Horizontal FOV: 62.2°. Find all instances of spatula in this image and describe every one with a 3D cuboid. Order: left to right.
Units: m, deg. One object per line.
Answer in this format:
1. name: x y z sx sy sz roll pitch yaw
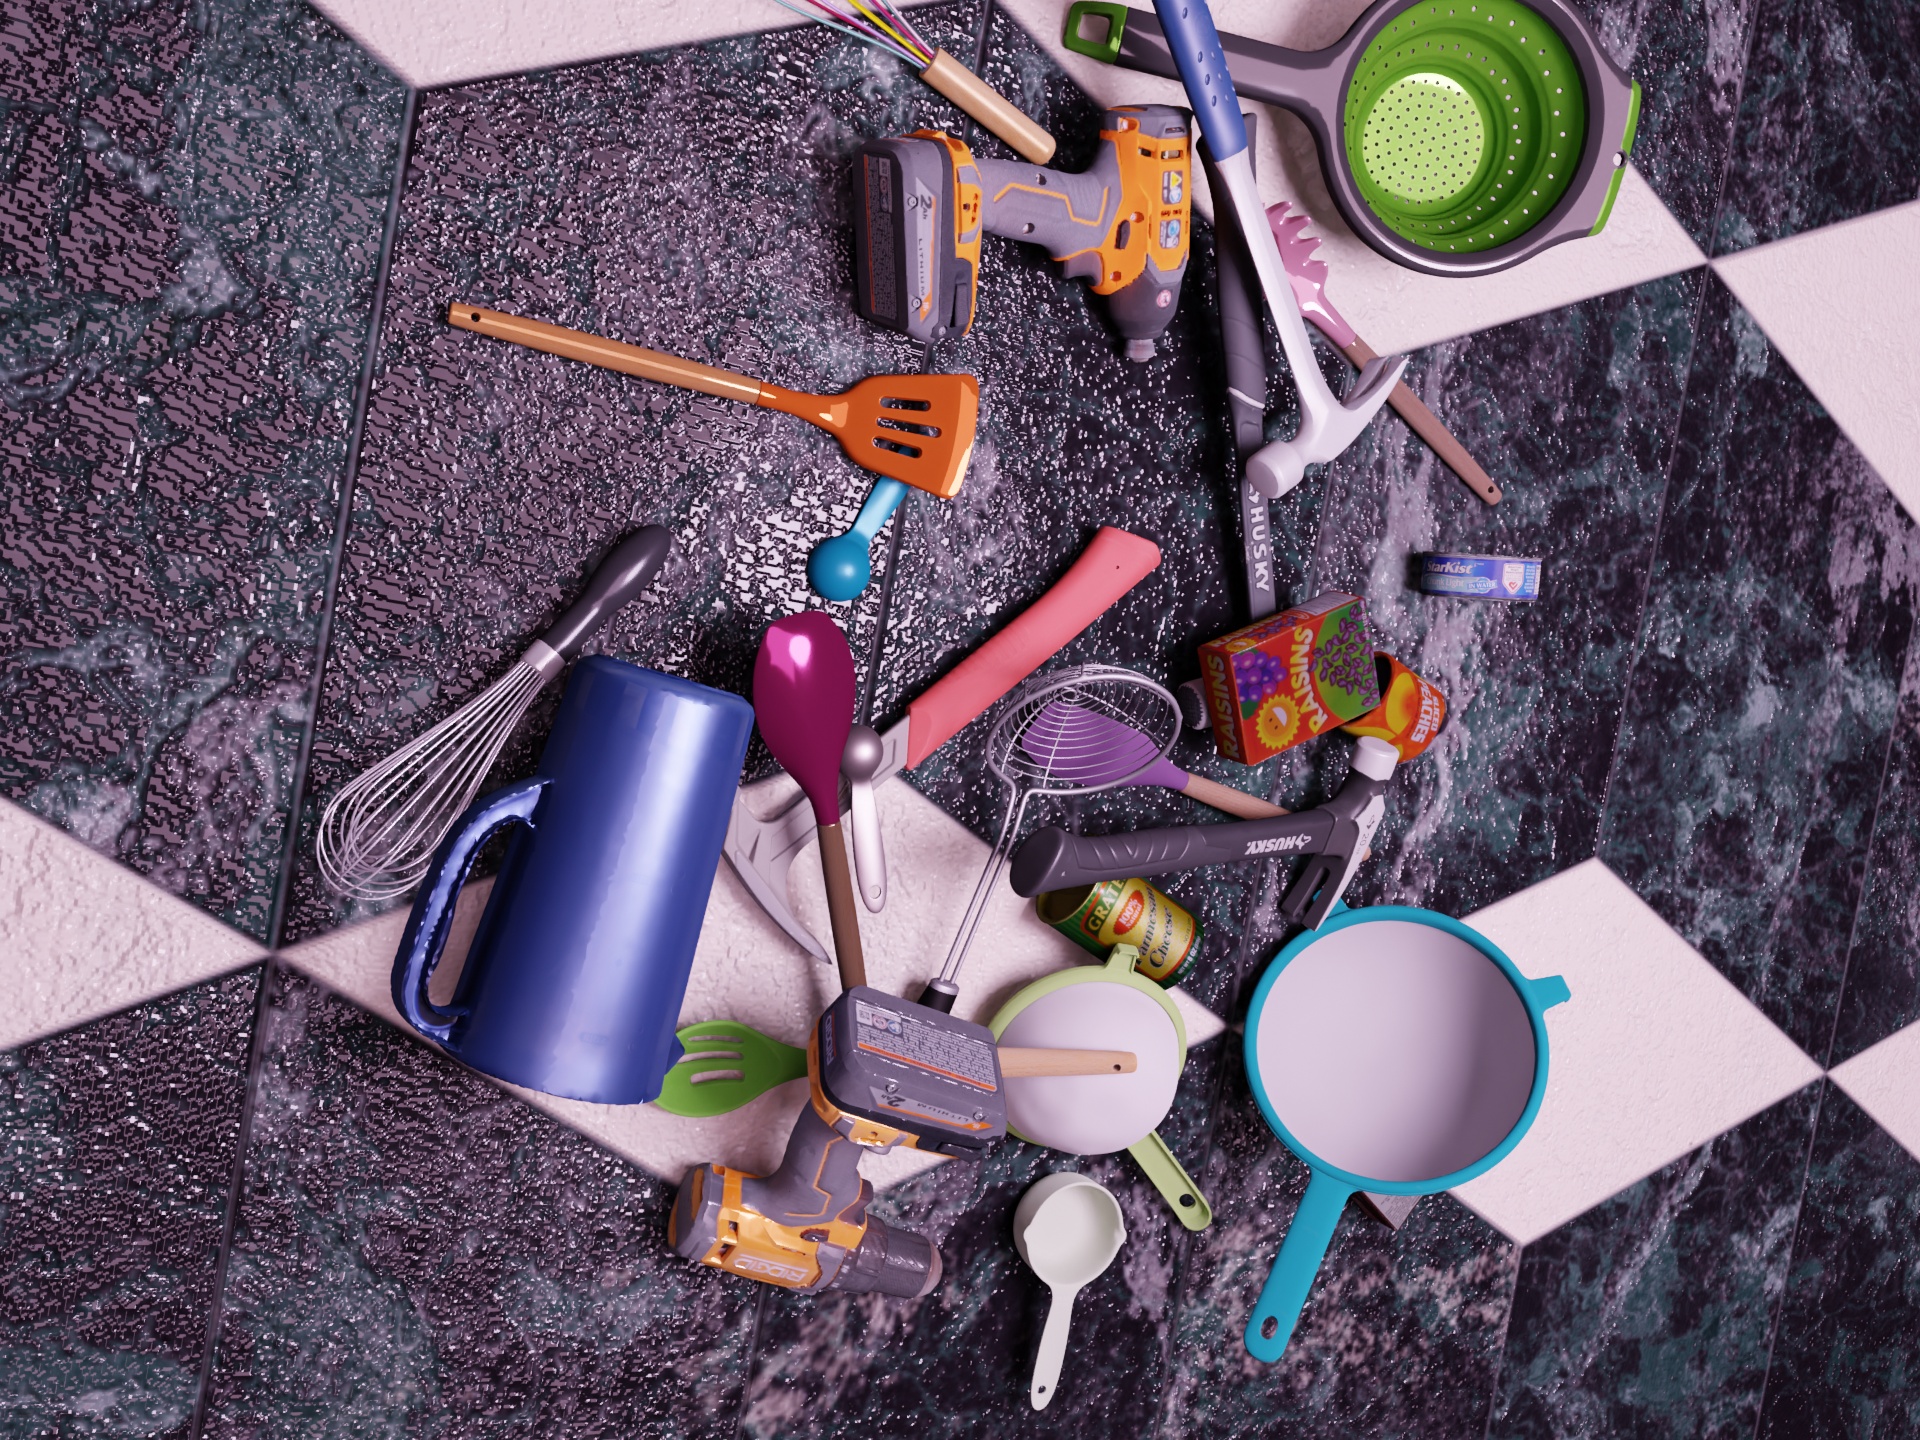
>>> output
1. spatula: -0.144 -0.207 0.968 0.322 0.041 0.081 10 92 -24
2. spatula: 0.178 0.053 1.148 0.315 0.018 0.059 20 122 -27

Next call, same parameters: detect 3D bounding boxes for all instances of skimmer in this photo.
1. skimmer: 0.027 0.129 1.034 0.127 0.090 0.363 21 95 -35

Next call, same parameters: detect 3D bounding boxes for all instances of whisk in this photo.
1. whisk: -0.267 -0.011 0.930 0.070 0.070 0.285 46 72 -21
2. whisk: -0.037 -0.422 0.991 0.244 0.047 0.051 29 83 -27

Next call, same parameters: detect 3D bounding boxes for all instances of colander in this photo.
1. colander: 0.261 -0.429 1.107 0.397 0.094 0.204 11 100 -7

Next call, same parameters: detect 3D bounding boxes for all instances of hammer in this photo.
1. hammer: -0.002 -0.003 1.056 0.359 0.037 0.149 -39 110 -15
2. hammer: 0.166 0.089 1.073 0.334 0.035 0.146 -3 118 -39
3. hammer: 0.179 -0.352 1.010 0.144 0.035 0.405 -38 117 -22
4. hammer: 0.204 -0.204 1.101 0.149 0.036 0.408 -15 109 -24

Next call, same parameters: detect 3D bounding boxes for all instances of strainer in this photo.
1. strainer: 0.116 0.286 1.102 0.151 0.069 0.256 -33 115 5
2. strainer: 0.288 0.303 1.147 0.340 0.211 0.095 -61 153 -17

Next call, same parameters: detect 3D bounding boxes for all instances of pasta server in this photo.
1. pasta server: 0.304 -0.259 1.164 0.316 0.040 0.060 39 93 -24

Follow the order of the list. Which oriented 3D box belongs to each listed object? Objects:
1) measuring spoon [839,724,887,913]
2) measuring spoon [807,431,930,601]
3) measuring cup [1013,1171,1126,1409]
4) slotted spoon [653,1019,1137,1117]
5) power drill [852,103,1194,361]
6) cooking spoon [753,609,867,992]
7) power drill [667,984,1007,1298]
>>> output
1. measuring spoon: -0.058 0.064 1.010 0.034 0.018 0.124 -10 101 -22
2. measuring spoon: -0.052 -0.133 1.026 0.042 0.021 0.128 35 83 -23
3. measuring cup: 0.065 0.403 1.131 0.083 0.038 0.167 10 94 -25
4. slotted spoon: -0.042 0.221 1.019 0.313 0.031 0.070 1 110 -5
5. power drill: 0.050 -0.302 1.018 0.226 0.084 0.164 -15 118 -26
6. cooking spoon: -0.078 0.086 0.993 0.068 0.017 0.318 -18 112 -27
7. power drill: -0.055 0.282 0.996 0.185 0.084 0.226 23 121 -22
